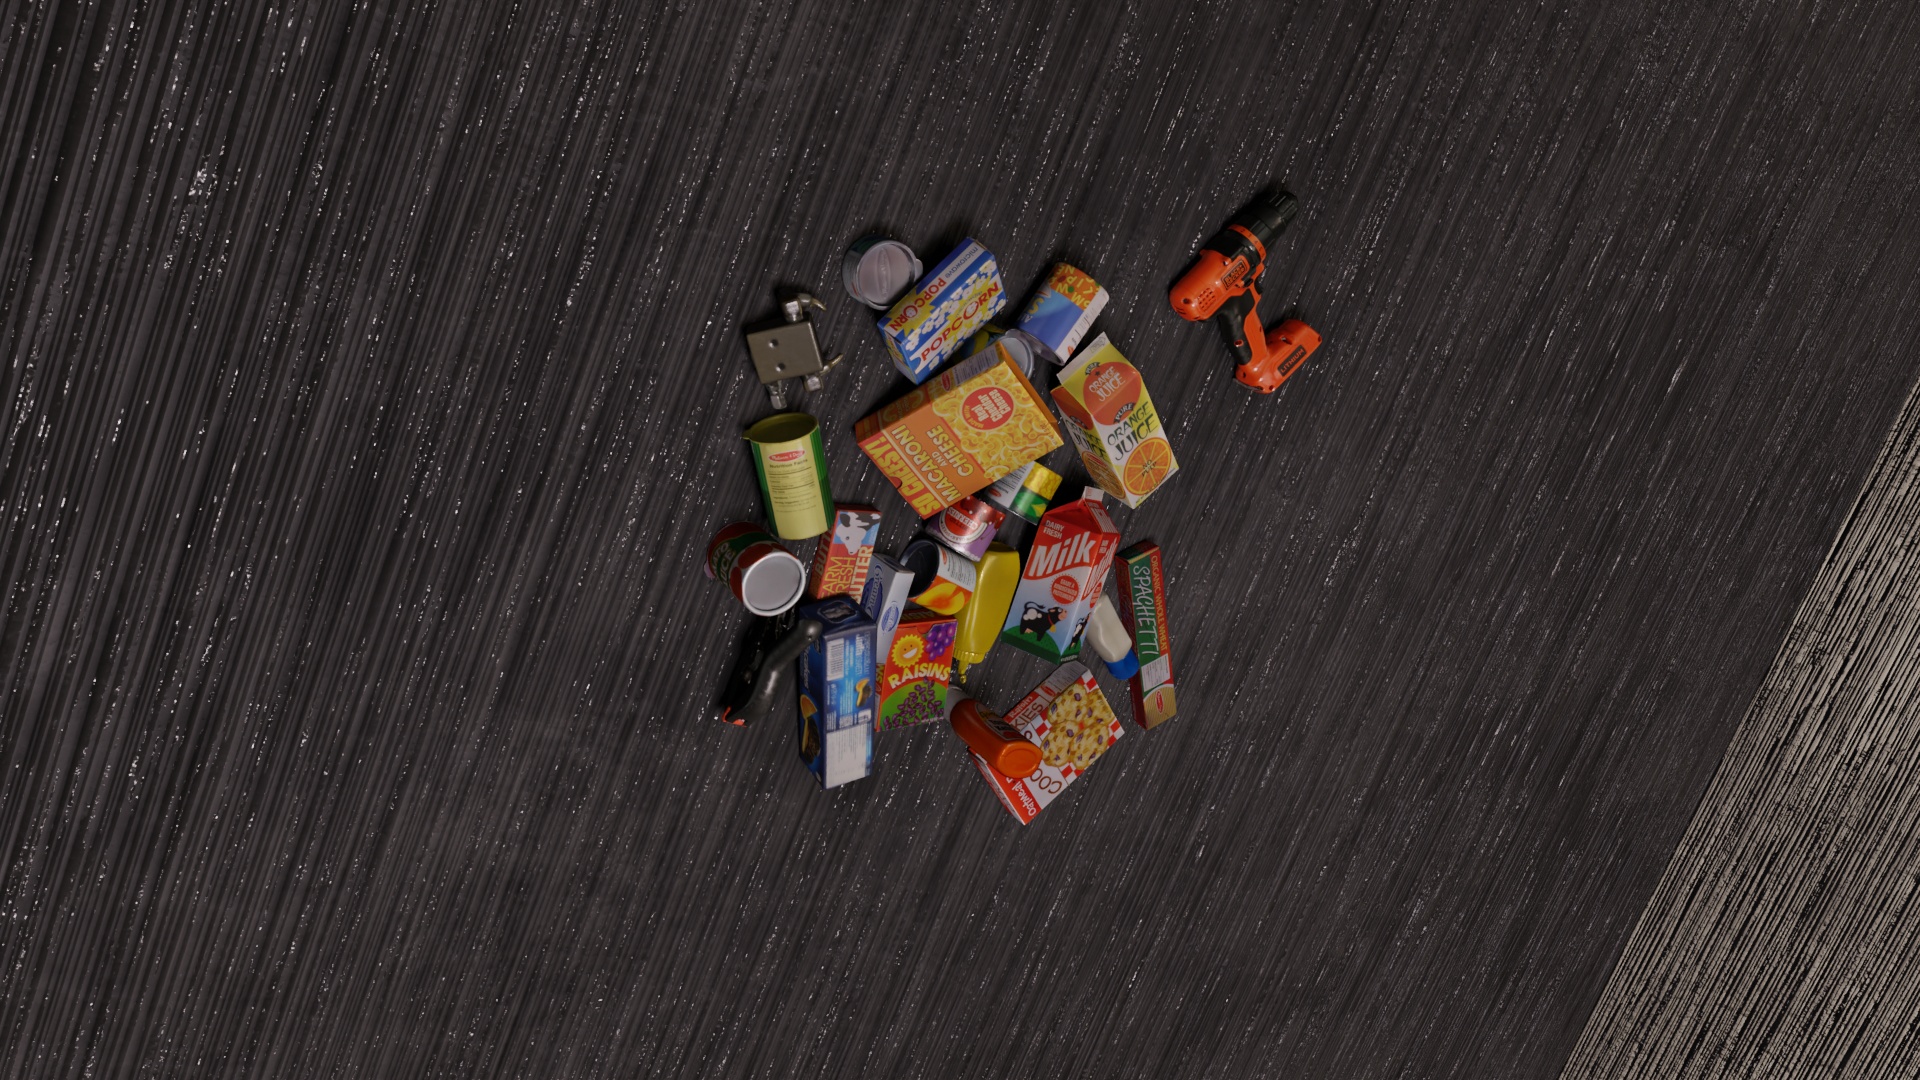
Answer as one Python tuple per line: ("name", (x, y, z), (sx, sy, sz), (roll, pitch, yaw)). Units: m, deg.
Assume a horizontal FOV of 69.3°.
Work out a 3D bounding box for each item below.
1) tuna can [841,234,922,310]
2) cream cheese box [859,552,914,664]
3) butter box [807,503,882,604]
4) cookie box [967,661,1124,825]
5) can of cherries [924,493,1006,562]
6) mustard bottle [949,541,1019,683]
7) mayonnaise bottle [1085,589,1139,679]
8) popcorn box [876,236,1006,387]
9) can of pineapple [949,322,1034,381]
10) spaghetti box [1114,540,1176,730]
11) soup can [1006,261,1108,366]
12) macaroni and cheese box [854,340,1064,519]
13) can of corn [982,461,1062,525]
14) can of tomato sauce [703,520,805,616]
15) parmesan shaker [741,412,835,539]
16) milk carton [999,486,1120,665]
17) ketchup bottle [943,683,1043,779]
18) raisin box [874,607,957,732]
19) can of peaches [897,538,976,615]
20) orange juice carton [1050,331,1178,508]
("tuna can", (-0.074, -0.252, 1.301), (0.071, 0.033, 0.070), (-15, 118, -29))
("cream cheese box", (-0.084, 0.070, 1.425), (0.024, 0.053, 0.103), (9, 105, -39))
("butter box", (-0.117, 0.015, 1.397), (0.053, 0.024, 0.103), (4, 108, -36))
("cookie box", (0.102, 0.237, 1.638), (0.168, 0.040, 0.122), (-41, 127, -14))
("can of cherries", (0.005, -0.018, 1.436), (0.071, 0.071, 0.058), (30, 92, -39))
("mustard bottle", (0.017, 0.080, 1.502), (0.065, 0.049, 0.159), (3, 109, -40))
("mayonnaise bottle", (0.167, 0.105, 1.610), (0.041, 0.065, 0.147), (-44, 132, -12))
("popcorn box", (-0.016, -0.218, 1.330), (0.127, 0.038, 0.085), (-45, 158, -9))
("can of pineapple", (0.032, -0.182, 1.388), (0.071, 0.058, 0.070), (-15, 118, -29))
("spaghetti box", (0.224, 0.116, 1.673), (0.050, 0.029, 0.248), (-25, 123, -23))
("soup can", (0.099, -0.232, 1.409), (0.071, 0.071, 0.084), (36, 88, -39))
("macaroni and cheese box", (-0.001, -0.105, 1.365), (0.166, 0.040, 0.123), (-29, 130, 14))
("can of corn", (0.067, -0.056, 1.464), (0.071, 0.071, 0.058), (27, 94, -39))
("can of tomato sauce", (-0.195, 0.027, 1.311), (0.071, 0.083, 0.071), (-14, 118, -29))
("parmesan shaker", (-0.161, -0.060, 1.309), (0.071, 0.071, 0.102), (-23, 123, -24))
("milk carton", (0.116, 0.033, 1.513), (0.072, 0.073, 0.190), (5, 105, -69))
("ketchup bottle", (0.023, 0.203, 1.497), (0.065, 0.149, 0.043), (20, 99, -39))
("raisin box", (-0.055, 0.137, 1.485), (0.086, 0.040, 0.123), (-4, 112, -32))
("can of peaches", (-0.027, 0.039, 1.445), (0.058, 0.071, 0.071), (27, 94, -40))
("orange juice carton", (0.159, -0.130, 1.479), (0.072, 0.073, 0.192), (-42, 133, -12))
